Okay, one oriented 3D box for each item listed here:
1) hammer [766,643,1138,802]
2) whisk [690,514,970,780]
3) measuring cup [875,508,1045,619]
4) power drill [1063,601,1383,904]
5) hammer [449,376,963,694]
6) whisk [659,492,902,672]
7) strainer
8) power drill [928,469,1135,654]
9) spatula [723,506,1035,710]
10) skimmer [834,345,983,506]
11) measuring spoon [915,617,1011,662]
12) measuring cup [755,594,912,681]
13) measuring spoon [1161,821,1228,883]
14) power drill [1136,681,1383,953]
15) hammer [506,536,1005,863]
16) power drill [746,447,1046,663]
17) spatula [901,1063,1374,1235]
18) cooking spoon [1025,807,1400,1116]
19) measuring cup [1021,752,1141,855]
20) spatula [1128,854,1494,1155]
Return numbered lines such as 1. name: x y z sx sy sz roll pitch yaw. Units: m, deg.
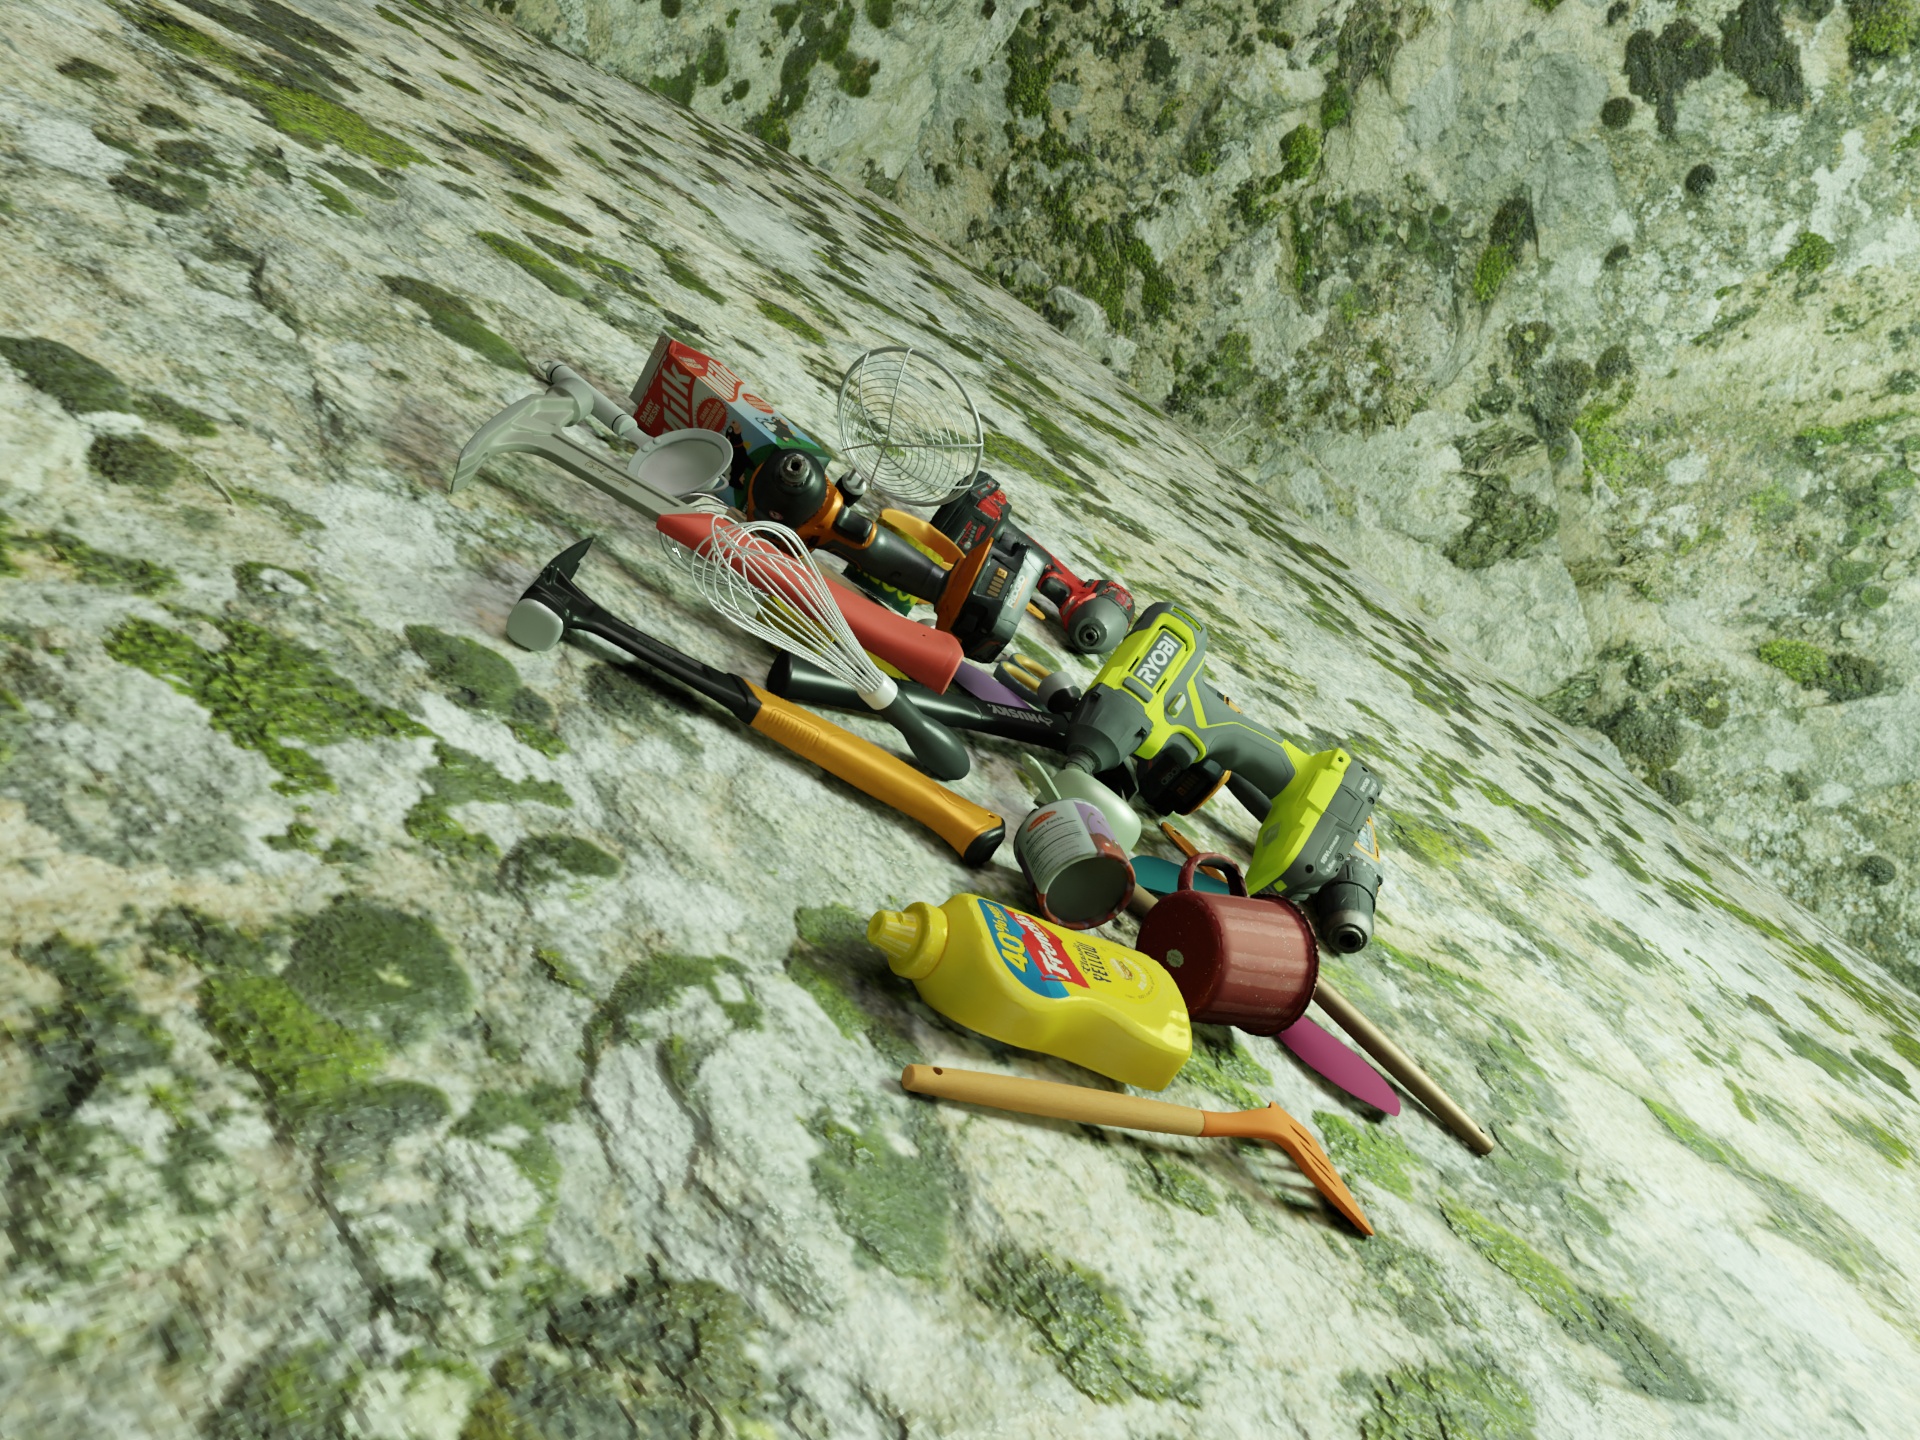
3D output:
1. hammer: -0.002 -0.004 1.172 0.334 0.035 0.146 12 35 -42
2. whisk: -0.072 -0.038 1.030 0.284 0.070 0.070 45 8 -42
3. measuring cup: -0.009 -0.120 1.411 0.173 0.052 0.095 32 20 -11
4. power drill: 0.191 0.034 1.198 0.223 0.080 0.171 38 57 0
5. hammer: -0.163 -0.116 1.098 0.359 0.036 0.149 30 39 0
6. whisk: -0.117 -0.093 1.199 0.246 0.059 0.058 30 -7 -22
7. strainer: -0.267 -0.234 1.294 0.087 0.050 0.259 -38 59 -23
8. power drill: 0.073 -0.146 1.564 0.219 0.078 0.143 37 21 0
9. spatula: -0.058 -0.080 1.292 0.316 0.018 0.060 34 21 -3
10. skimmer: -0.060 -0.222 1.325 0.127 0.090 0.363 51 -6 -7
11. measuring spoon: 0.007 -0.069 1.365 0.124 0.018 0.034 12 29 -47
12. measuring cup: -0.091 -0.047 1.175 0.156 0.029 0.062 31 17 -44
13. measuring spoon: 0.200 0.116 1.250 0.117 0.011 0.021 45 23 28
14. power drill: 0.254 0.084 1.309 0.226 0.084 0.185 36 29 -10
15. hammer: -0.118 -0.005 1.011 0.336 0.034 0.127 30 22 -11
16. power drill: -0.056 -0.131 1.202 0.226 0.084 0.164 25 -11 -3
17. spatula: 0.104 0.221 0.858 0.322 0.041 0.081 17 26 -29
18. cooking spoon: 0.171 0.162 1.092 0.319 0.017 0.068 38 16 12
19. measuring cup: 0.078 0.047 1.084 0.083 0.038 0.167 35 -10 30
20. spatula: 0.246 0.196 1.129 0.317 0.044 0.082 43 20 12
